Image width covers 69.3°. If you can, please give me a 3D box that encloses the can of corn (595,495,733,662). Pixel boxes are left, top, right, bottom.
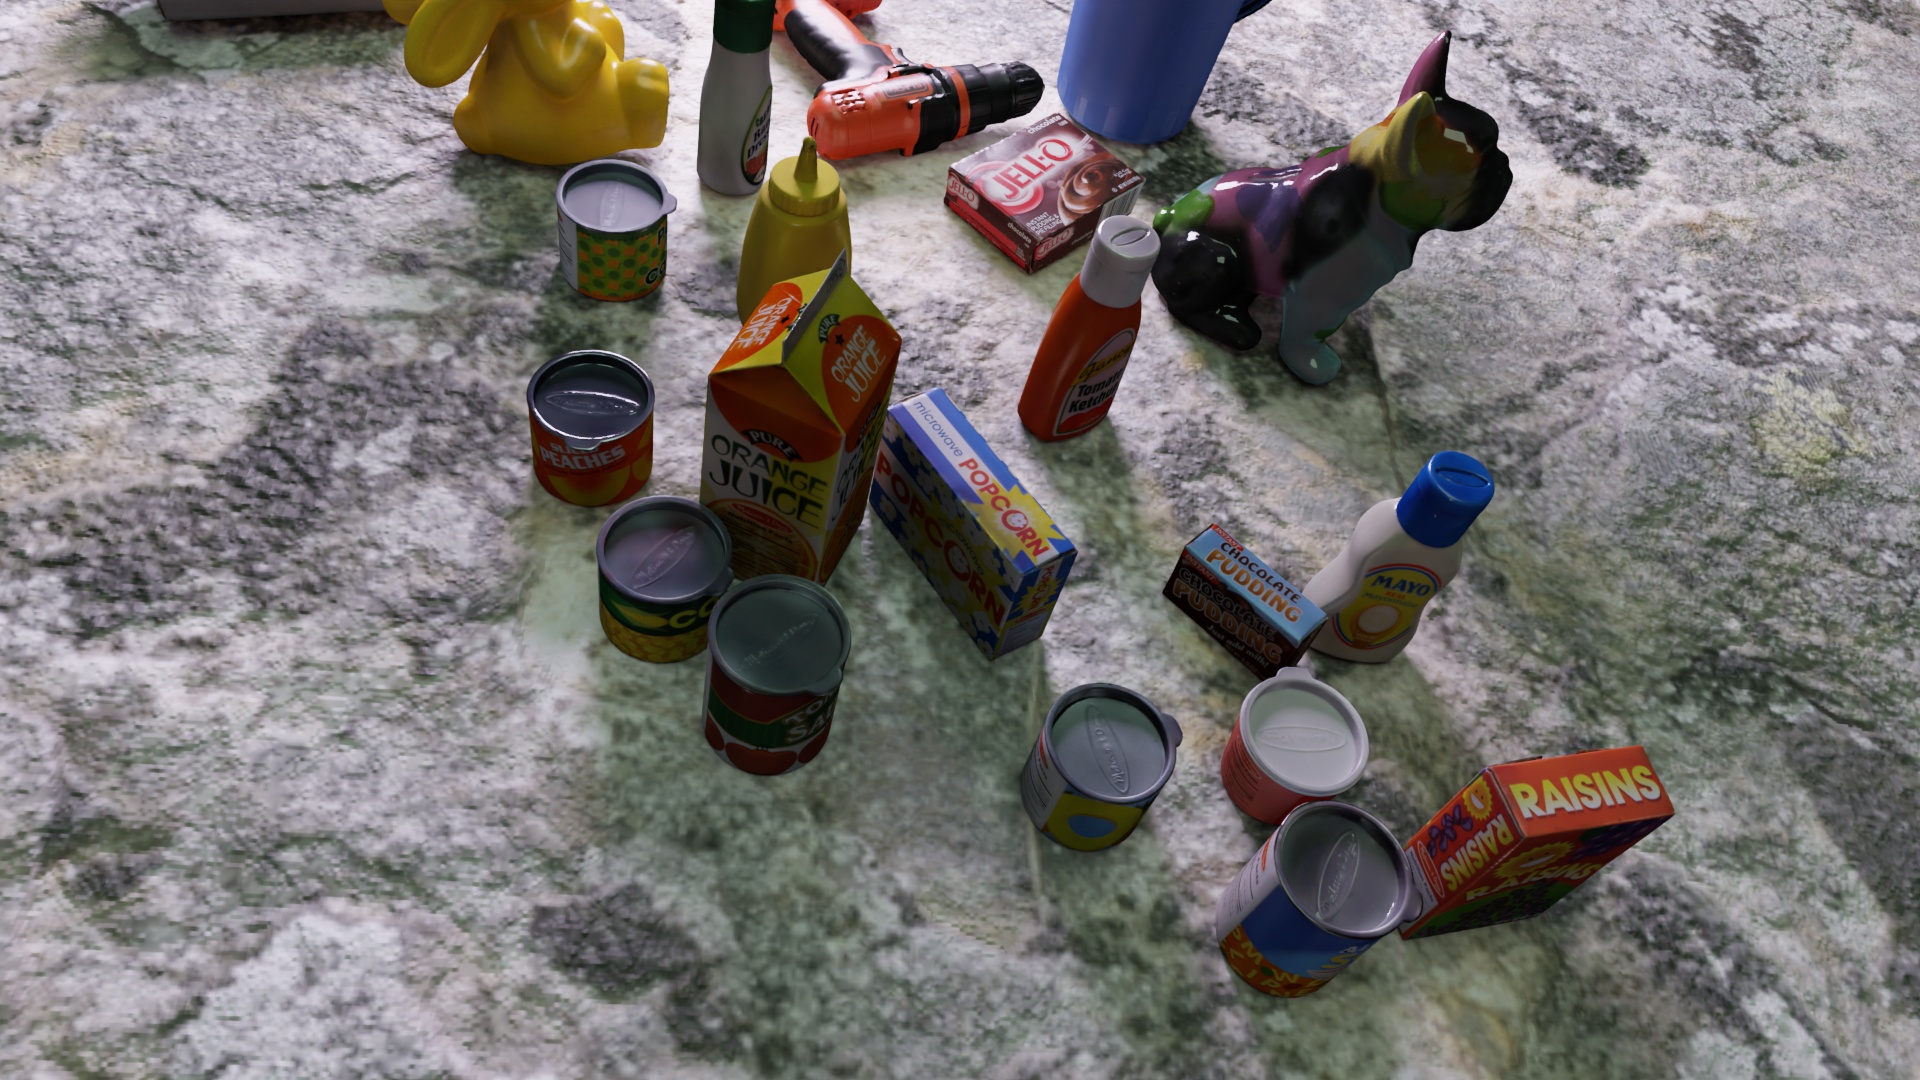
[{"bbox_3d":[-0.149,0.022,0.709,0.071,0.058,0.071,7,53,-9],"label":"can of corn"}]

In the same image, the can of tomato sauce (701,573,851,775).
[{"bbox_3d":[-0.089,0.068,0.673,0.071,0.082,0.071,7,53,-9],"label":"can of tomato sauce"}]

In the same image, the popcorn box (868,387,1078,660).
[{"bbox_3d":[0.003,-0.009,0.752,0.038,0.084,0.127,-25,63,-28],"label":"popcorn box"}]

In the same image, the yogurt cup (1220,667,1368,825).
[{"bbox_3d":[0.169,0.112,0.720,0.072,0.053,0.073,7,53,-9],"label":"yogurt cup"}]

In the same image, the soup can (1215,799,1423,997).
[{"bbox_3d":[0.167,0.172,0.656,0.071,0.083,0.072,7,53,-9],"label":"soup can"}]

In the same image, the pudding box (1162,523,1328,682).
[{"bbox_3d":[0.158,0.035,0.778,0.084,0.049,0.030,43,56,18],"label":"pudding box"}]

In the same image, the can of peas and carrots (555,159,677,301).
[{"bbox_3d":[-0.211,-0.190,0.853,0.071,0.058,0.071,7,53,-9],"label":"can of peas and carrots"}]

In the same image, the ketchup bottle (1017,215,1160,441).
[{"bbox_3d":[0.077,-0.123,0.815,0.065,0.148,0.043,-27,64,-29],"label":"ketchup bottle"}]

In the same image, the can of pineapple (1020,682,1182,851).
[{"bbox_3d":[0.069,0.114,0.693,0.071,0.057,0.071,7,53,-9],"label":"can of pineapple"}]

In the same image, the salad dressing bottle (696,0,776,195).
[{"bbox_3d":[-0.142,-0.291,0.889,0.044,0.146,0.064,20,52,2],"label":"salad dressing bottle"}]

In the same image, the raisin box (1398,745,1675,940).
[{"bbox_3d":[0.270,0.147,0.674,0.086,0.122,0.040,-4,55,-16],"label":"raisin box"}]

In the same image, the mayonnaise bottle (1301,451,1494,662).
[{"bbox_3d":[0.237,0.011,0.752,0.065,0.147,0.041,12,52,-4],"label":"mayonnaise bottle"}]

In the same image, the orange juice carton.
[{"bbox_3d":[-0.082,-0.056,0.698,0.073,0.191,0.072,23,52,4],"label":"orange juice carton"}]

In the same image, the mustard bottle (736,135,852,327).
[{"bbox_3d":[-0.093,-0.172,0.803,0.065,0.159,0.049,-17,60,-24],"label":"mustard bottle"}]

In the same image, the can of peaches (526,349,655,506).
[{"bbox_3d":[-0.201,-0.059,0.757,0.071,0.057,0.071,7,53,-9],"label":"can of peaches"}]
